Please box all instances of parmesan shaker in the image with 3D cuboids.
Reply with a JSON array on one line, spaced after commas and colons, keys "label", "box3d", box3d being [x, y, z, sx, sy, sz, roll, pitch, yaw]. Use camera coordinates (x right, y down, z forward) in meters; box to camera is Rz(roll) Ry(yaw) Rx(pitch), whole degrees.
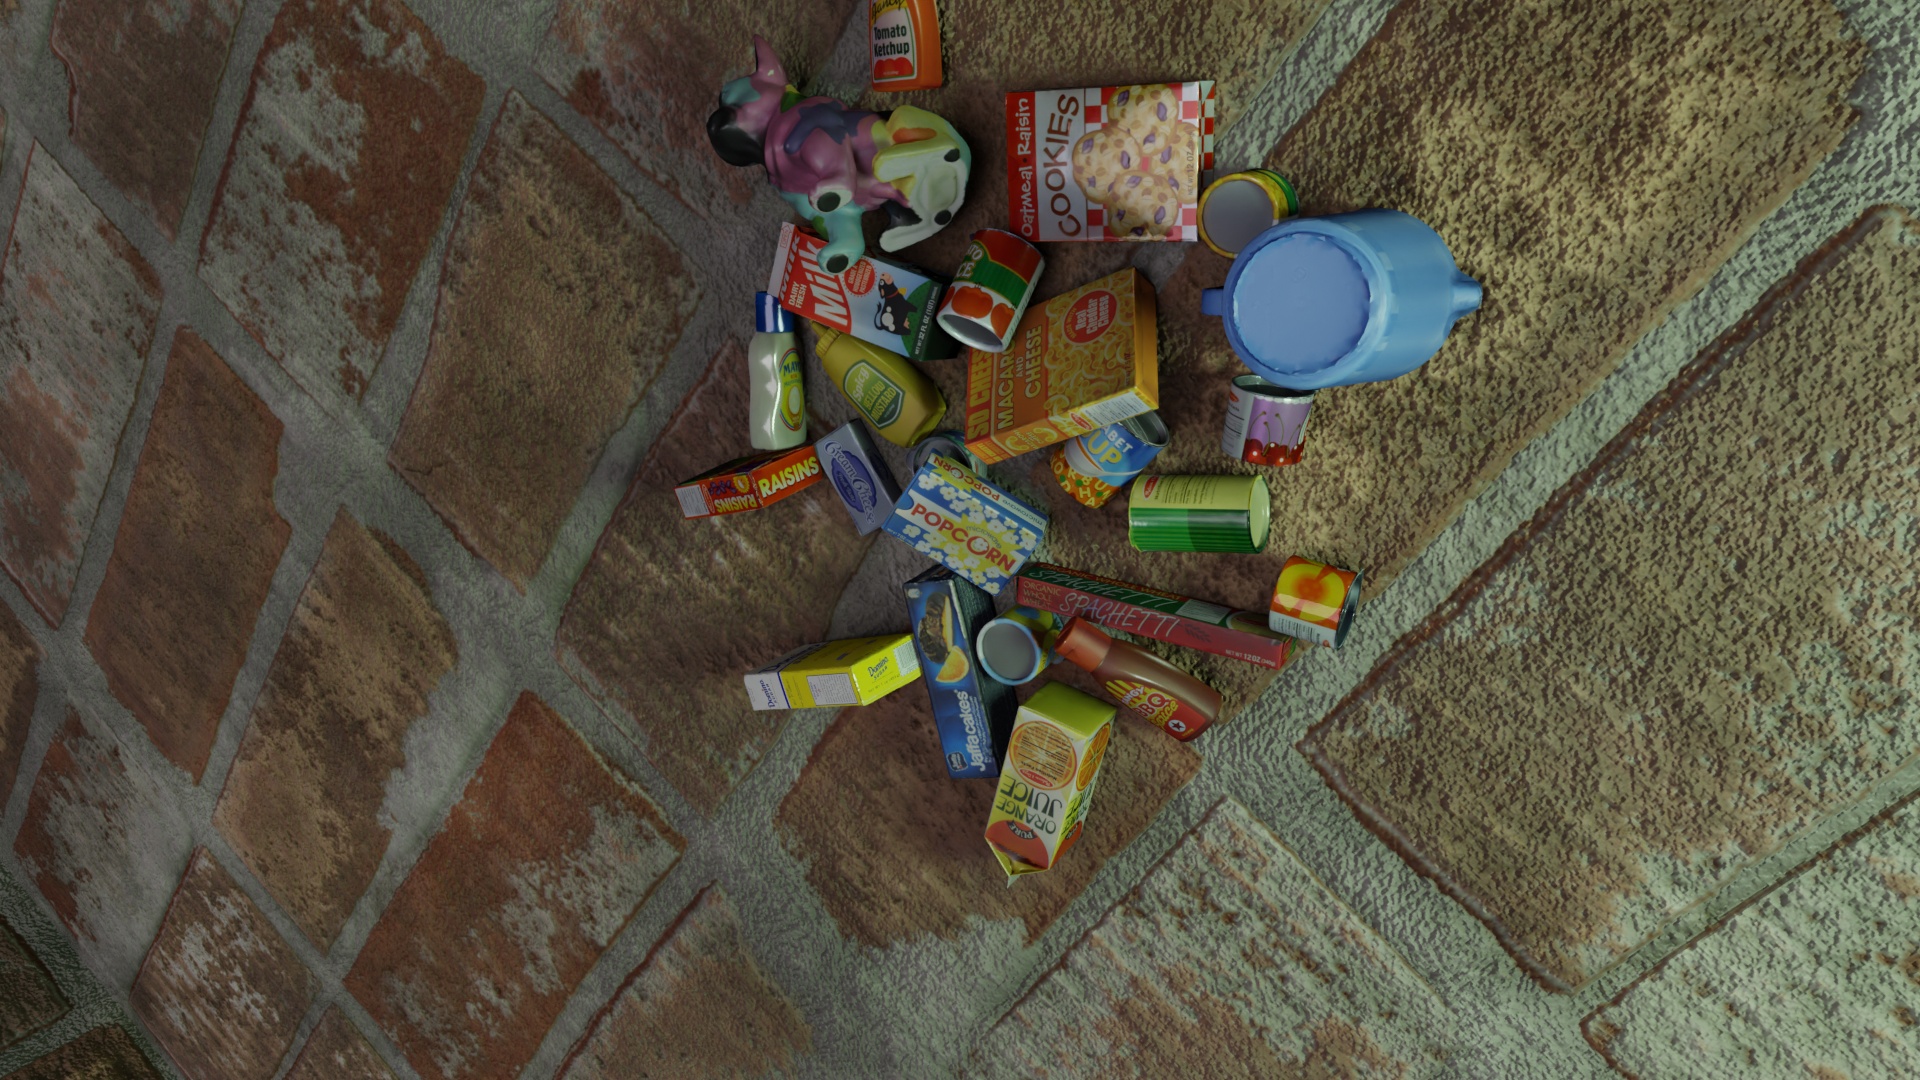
[{"label": "parmesan shaker", "box3d": [0.199, -0.020, 1.159, 0.103, 0.071, 0.071, 2, 107, 28]}]

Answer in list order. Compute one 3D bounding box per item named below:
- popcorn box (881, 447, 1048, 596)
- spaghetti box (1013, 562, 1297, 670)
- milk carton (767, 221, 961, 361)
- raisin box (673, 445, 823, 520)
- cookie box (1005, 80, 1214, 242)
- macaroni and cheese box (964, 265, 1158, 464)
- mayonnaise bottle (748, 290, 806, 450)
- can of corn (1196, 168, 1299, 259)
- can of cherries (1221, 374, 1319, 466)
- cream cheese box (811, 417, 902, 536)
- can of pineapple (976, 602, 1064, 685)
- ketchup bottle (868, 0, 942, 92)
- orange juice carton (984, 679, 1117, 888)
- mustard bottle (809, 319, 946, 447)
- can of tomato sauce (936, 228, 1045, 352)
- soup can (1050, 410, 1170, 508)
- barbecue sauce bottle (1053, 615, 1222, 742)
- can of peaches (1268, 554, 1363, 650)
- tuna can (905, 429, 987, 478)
[{"label": "popcorn box", "box3d": [0.004, -0.016, 1.256, 0.127, 0.038, 0.084, 31, 129, -7]}, {"label": "spaghetti box", "box3d": [0.168, 0.063, 1.216, 0.250, 0.050, 0.028, 13, 111, 25]}, {"label": "milk carton", "box3d": [-0.090, -0.226, 1.249, 0.191, 0.073, 0.072, 23, 108, 21]}, {"label": "raisin box", "box3d": [-0.206, -0.057, 1.352, 0.123, 0.086, 0.040, -6, 107, 43]}, {"label": "cookie box", "box3d": [0.119, -0.306, 1.129, 0.167, 0.040, 0.122, 7, 109, 28]}, {"label": "macaroni and cheese box", "box3d": [0.083, -0.144, 1.162, 0.166, 0.040, 0.124, -17, 55, 33]}, {"label": "mayonnaise bottle", "box3d": [-0.176, -0.163, 1.329, 0.041, 0.065, 0.147, 6, 105, 25]}, {"label": "can of corn", "box3d": [0.221, -0.255, 1.078, 0.071, 0.058, 0.071, 9, 110, 26]}, {"label": "can of cherries", "box3d": [0.248, -0.096, 1.112, 0.071, 0.072, 0.058, 16, 113, 24]}, {"label": "cream cheese box", "box3d": [-0.096, -0.060, 1.339, 0.053, 0.024, 0.104, -29, 91, 32]}, {"label": "can of pineapple", "box3d": [0.057, 0.095, 1.283, 0.071, 0.058, 0.070, 9, 110, 26]}, {"label": "ketchup bottle", "box3d": [-0.049, -0.457, 1.173, 0.065, 0.044, 0.148, 10, 110, 38]}, {"label": "orange juice carton", "box3d": [0.080, 0.236, 1.308, 0.073, 0.072, 0.191, 23, 115, 21]}, {"label": "mustard bottle", "box3d": [-0.088, -0.156, 1.288, 0.160, 0.049, 0.065, 42, 120, 11]}, {"label": "can of tomato sauce", "box3d": [0.024, -0.211, 1.174, 0.071, 0.071, 0.083, 20, 77, 23]}, {"label": "soup can", "box3d": [0.124, -0.078, 1.182, 0.071, 0.071, 0.083, 48, 122, 8]}, {"label": "barbecue sauce bottle", "box3d": [0.153, 0.119, 1.216, 0.148, 0.044, 0.064, 32, 143, -7]}, {"label": "can of peaches", "box3d": [0.291, 0.048, 1.135, 0.058, 0.071, 0.071, 16, 113, 24]}, {"label": "tuna can", "box3d": [-0.012, -0.069, 1.284, 0.071, 0.033, 0.070, 10, 111, 26]}]
